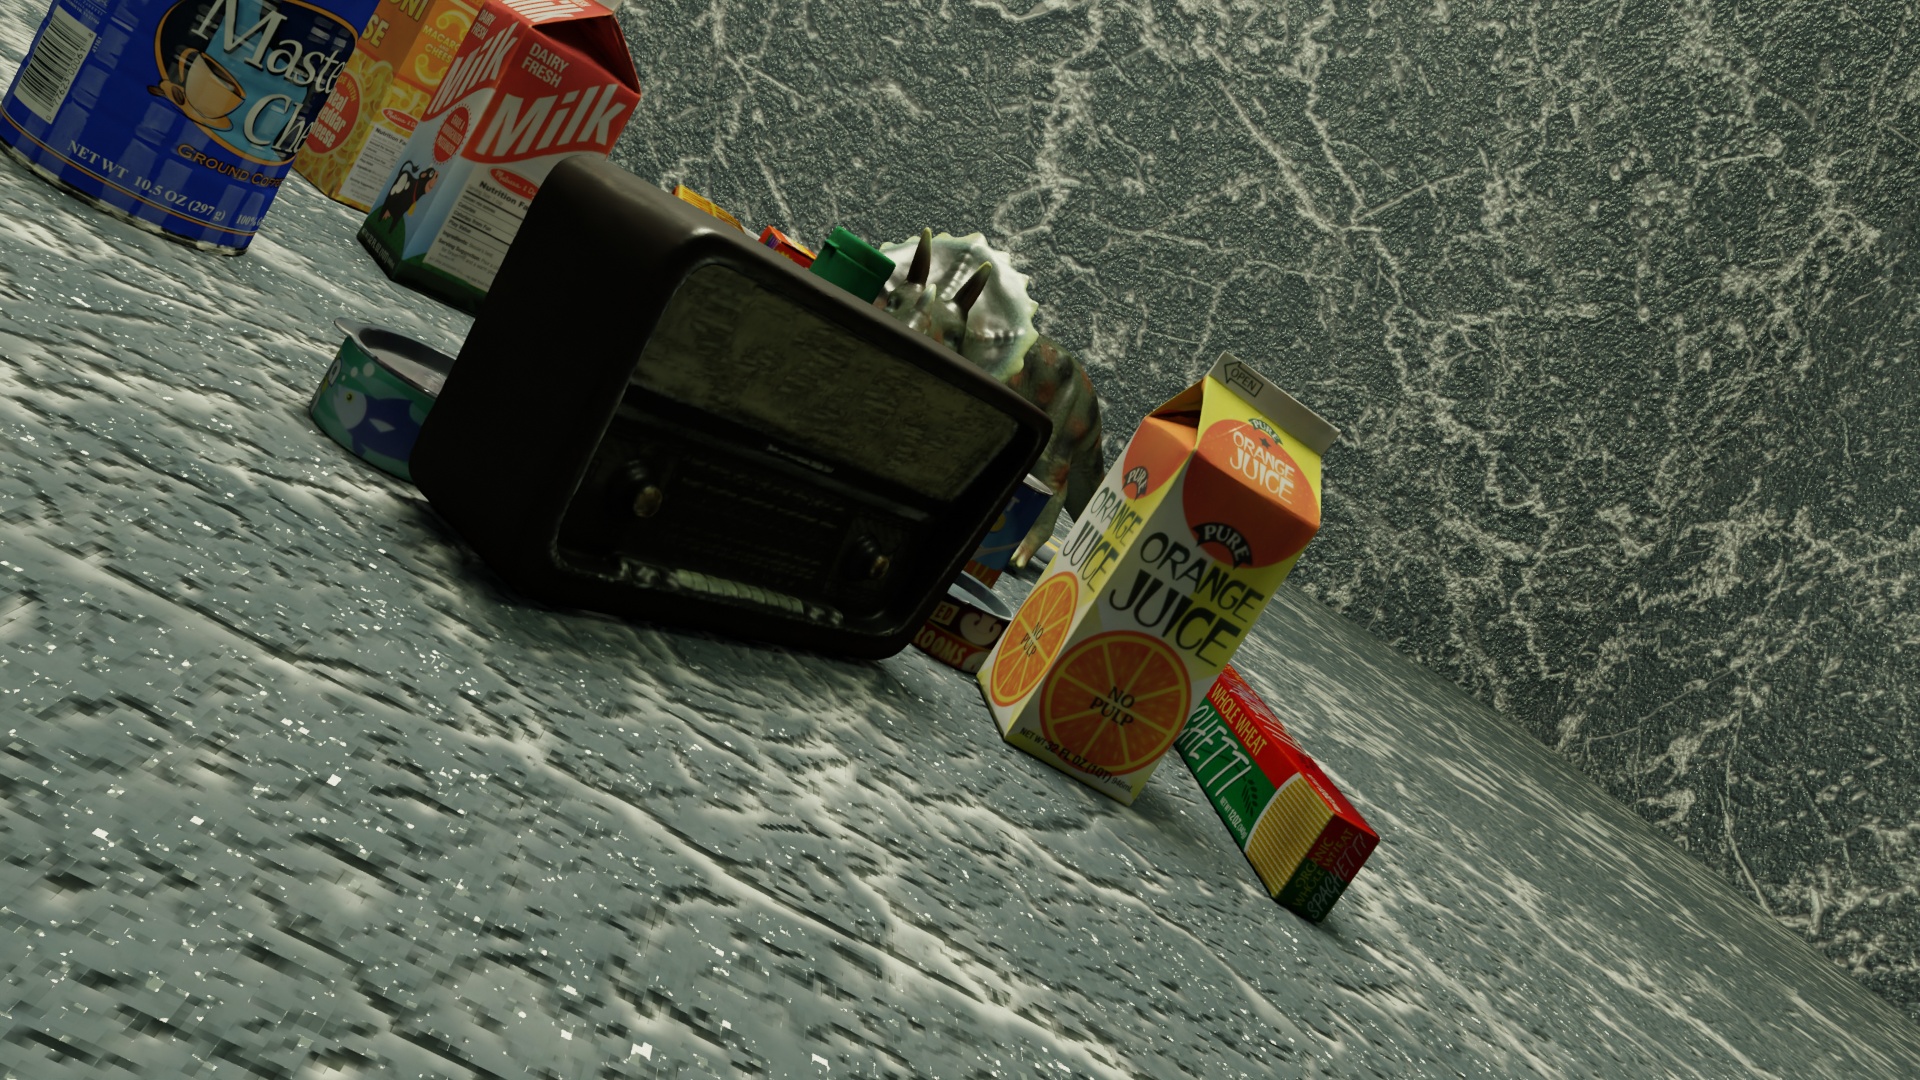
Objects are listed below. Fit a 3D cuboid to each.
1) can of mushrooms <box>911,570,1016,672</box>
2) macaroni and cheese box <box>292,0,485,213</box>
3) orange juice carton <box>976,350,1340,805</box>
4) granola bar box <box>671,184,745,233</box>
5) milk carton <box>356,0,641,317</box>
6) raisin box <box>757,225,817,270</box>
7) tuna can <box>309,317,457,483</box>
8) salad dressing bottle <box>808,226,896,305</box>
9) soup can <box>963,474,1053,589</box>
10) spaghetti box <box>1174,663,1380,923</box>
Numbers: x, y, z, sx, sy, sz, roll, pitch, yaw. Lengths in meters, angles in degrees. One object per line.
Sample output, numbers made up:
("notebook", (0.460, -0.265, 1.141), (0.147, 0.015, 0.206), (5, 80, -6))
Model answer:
("can of mushrooms", (-0.008, 0.034, 0.685), (0.071, 0.033, 0.071), (32, 9, -5))
("macaroni and cheese box", (-0.360, -0.299, 0.847), (0.124, 0.166, 0.040), (37, 9, 27))
("orange juice carton", (0.092, 0.013, 0.628), (0.072, 0.192, 0.073), (30, 8, -17))
("granola bar box", (-0.139, -0.089, 0.606), (0.039, 0.124, 0.166), (30, 9, -19))
("milk carton", (-0.241, -0.220, 0.752), (0.073, 0.190, 0.072), (24, 12, -46))
("raisin box", (-0.131, -0.128, 0.853), (0.040, 0.123, 0.086), (30, 9, -19))
("tuna can", (-0.192, -0.047, 0.488), (0.071, 0.032, 0.071), (32, 9, -5))
("salad dressing bottle", (-0.086, -0.088, 0.711), (0.044, 0.147, 0.064), (25, 11, -43))
("soup can", (0.003, -0.010, 0.803), (0.071, 0.083, 0.071), (32, 8, -5))
("spaghetti box", (0.152, 0.117, 0.735), (0.028, 0.050, 0.250), (31, 9, -12))
